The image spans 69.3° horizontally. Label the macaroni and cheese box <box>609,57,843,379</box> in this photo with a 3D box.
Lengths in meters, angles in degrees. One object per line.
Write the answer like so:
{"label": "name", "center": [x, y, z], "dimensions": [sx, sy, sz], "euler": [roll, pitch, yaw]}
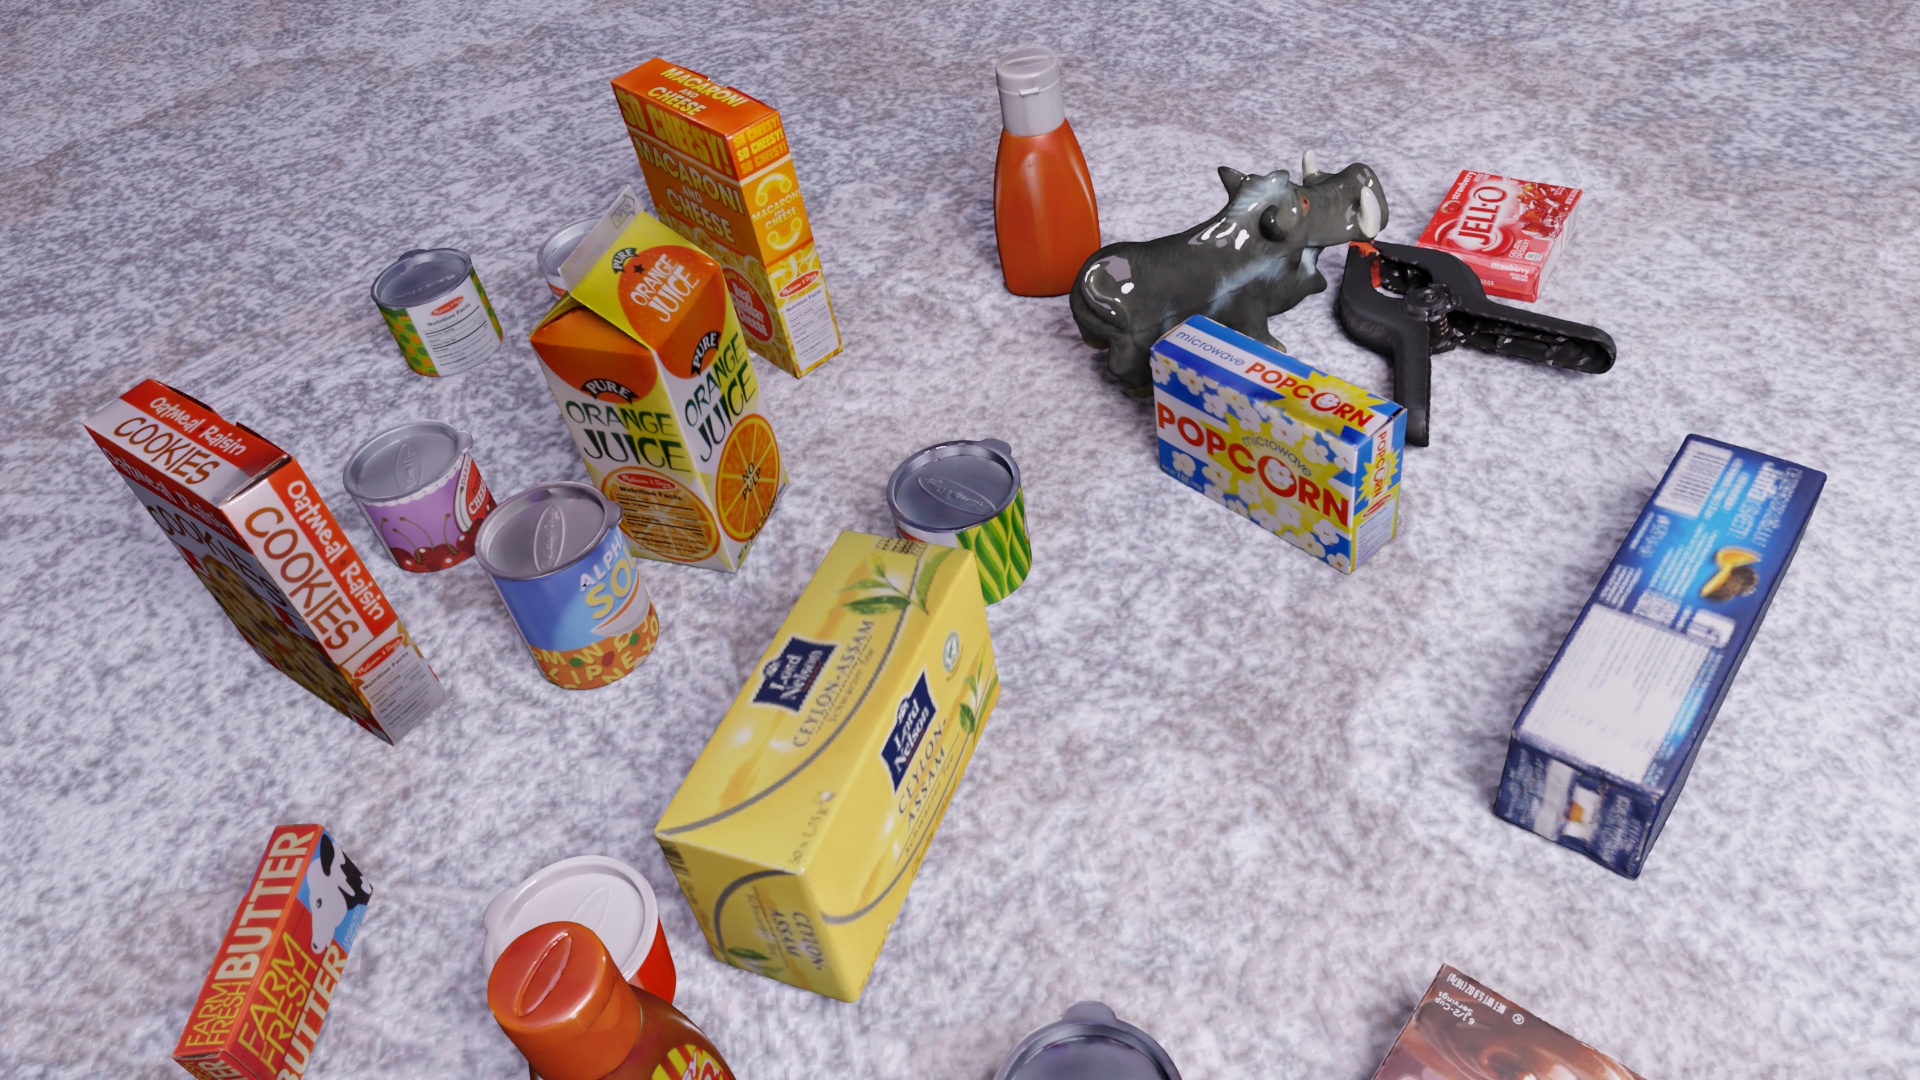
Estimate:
{"label": "macaroni and cheese box", "center": [-0.139, -0.194, 0.837], "dimensions": [0.040, 0.165, 0.124], "euler": [-37, 49, -24]}

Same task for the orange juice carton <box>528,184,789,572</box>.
{"label": "orange juice carton", "center": [-0.153, -0.077, 0.702], "dimensions": [0.073, 0.191, 0.072], "euler": [8, 47, 20]}

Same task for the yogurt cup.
{"label": "yogurt cup", "center": [-0.146, 0.168, 0.549], "dimensions": [0.072, 0.053, 0.073], "euler": [-6, 44, 6]}

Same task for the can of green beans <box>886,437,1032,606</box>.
{"label": "can of green beans", "center": [0.001, -0.008, 0.695], "dimensions": [0.071, 0.057, 0.071], "euler": [-6, 44, 6]}

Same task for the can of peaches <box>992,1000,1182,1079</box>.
{"label": "can of peaches", "center": [0.045, 0.203, 0.470], "dimensions": [0.071, 0.057, 0.071], "euler": [-6, 44, 6]}

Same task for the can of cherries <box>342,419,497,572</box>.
{"label": "can of cherries", "center": [-0.297, -0.025, 0.775], "dimensions": [0.071, 0.058, 0.072], "euler": [-6, 44, 6]}

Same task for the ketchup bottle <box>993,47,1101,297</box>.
{"label": "ketchup bottle", "center": [0.049, -0.219, 0.836], "dimensions": [0.065, 0.148, 0.044], "euler": [-7, 44, 5]}

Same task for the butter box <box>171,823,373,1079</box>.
{"label": "butter box", "center": [-0.279, 0.174, 0.571], "dimensions": [0.024, 0.052, 0.104], "euler": [-5, 44, 8]}

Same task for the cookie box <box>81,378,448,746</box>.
{"label": "cookie box", "center": [-0.328, 0.012, 0.665], "dimensions": [0.123, 0.166, 0.040], "euler": [22, 53, 30]}

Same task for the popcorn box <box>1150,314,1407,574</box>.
{"label": "popcorn box", "center": [0.154, -0.049, 0.686], "dimensions": [0.038, 0.084, 0.127], "euler": [-37, 49, -24]}

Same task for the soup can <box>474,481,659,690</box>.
{"label": "soup can", "center": [-0.189, 0.023, 0.685], "dimensions": [0.071, 0.083, 0.072], "euler": [-6, 44, 6]}

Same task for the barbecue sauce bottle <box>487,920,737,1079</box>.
{"label": "barbecue sauce bottle", "center": [-0.113, 0.180, 0.461], "dimensions": [0.044, 0.147, 0.065], "euler": [9, 47, 20]}

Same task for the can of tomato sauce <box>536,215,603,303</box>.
{"label": "can of tomato sauce", "center": [-0.217, -0.152, 0.871], "dimensions": [0.071, 0.082, 0.071], "euler": [-6, 44, 6]}

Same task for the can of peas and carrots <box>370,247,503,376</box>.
{"label": "can of peas and carrots", "center": [-0.344, -0.151, 0.914], "dimensions": [0.071, 0.058, 0.071], "euler": [-6, 44, 6]}
